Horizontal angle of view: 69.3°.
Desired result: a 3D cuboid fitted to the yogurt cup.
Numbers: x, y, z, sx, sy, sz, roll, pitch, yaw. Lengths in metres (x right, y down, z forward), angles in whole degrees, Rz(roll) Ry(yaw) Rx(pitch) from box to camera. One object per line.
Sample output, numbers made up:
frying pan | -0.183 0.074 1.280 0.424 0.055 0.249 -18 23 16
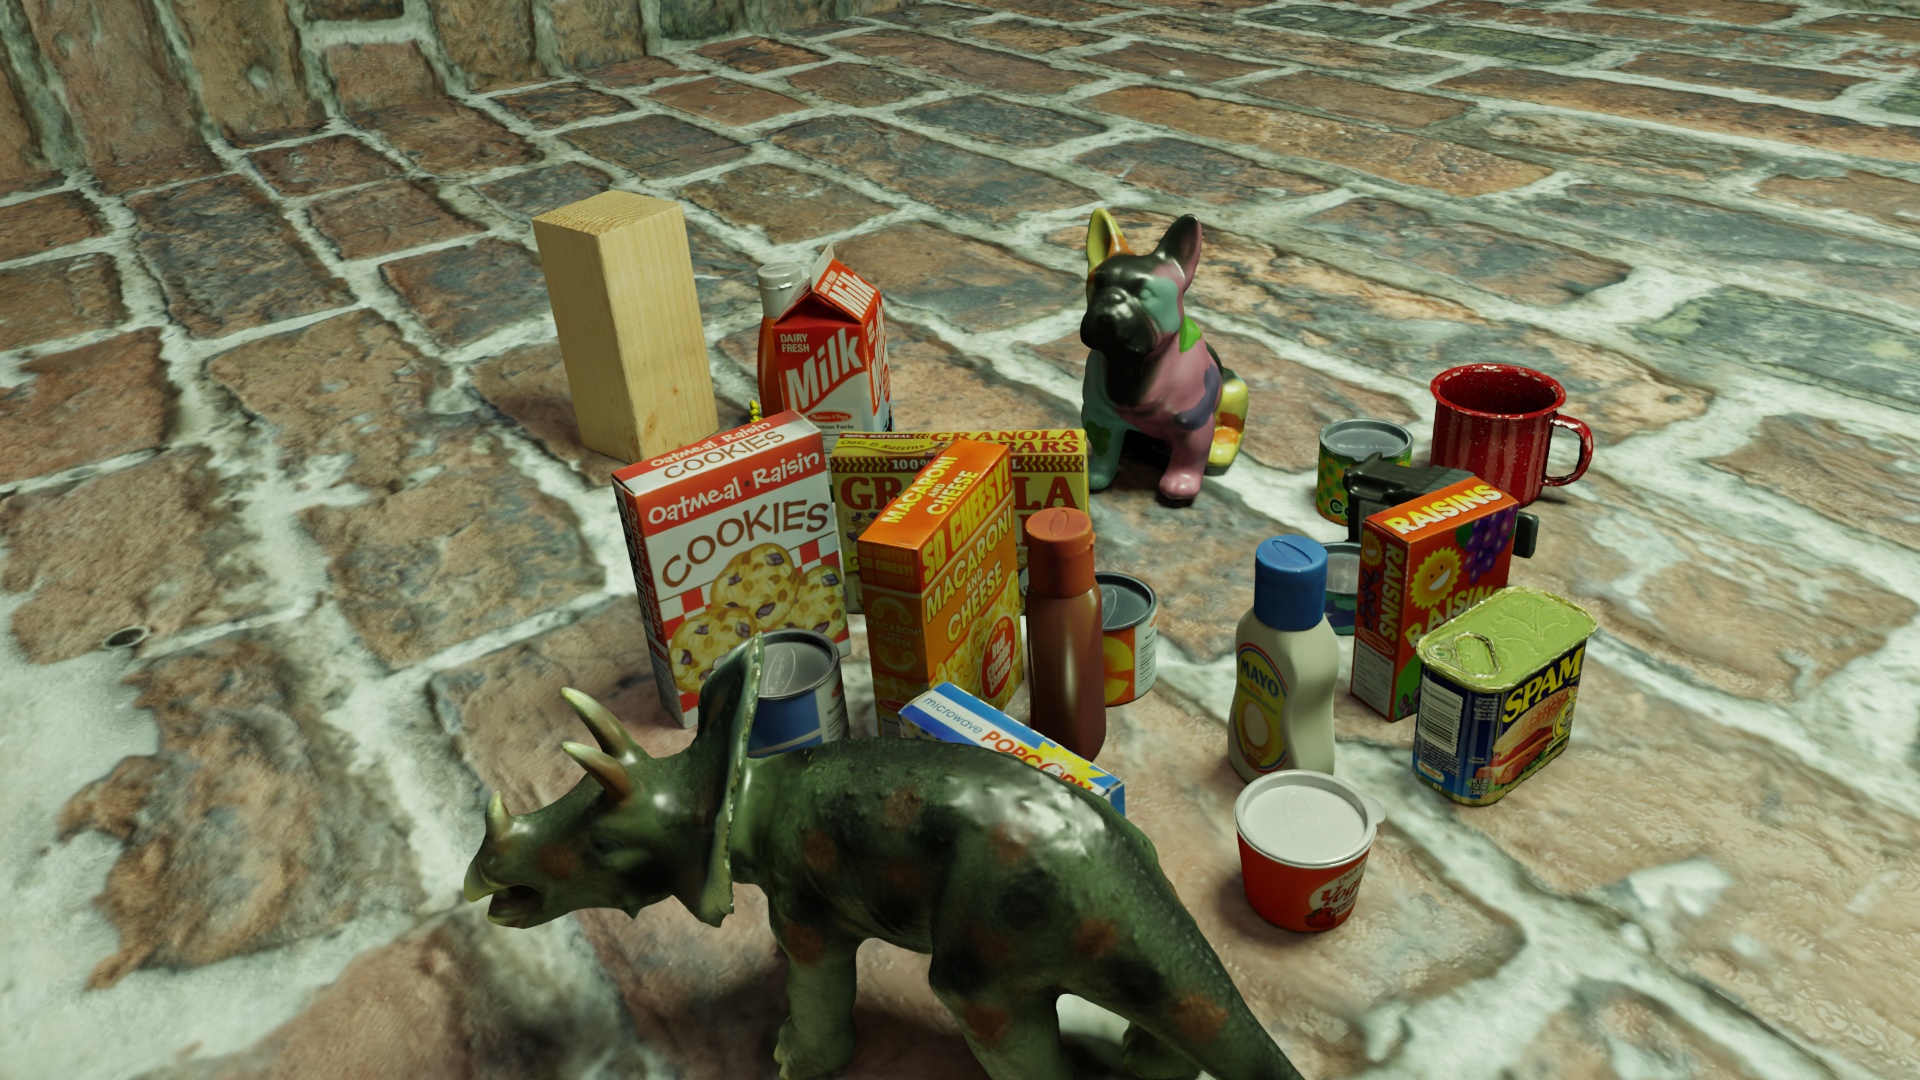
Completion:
yogurt cup | 0.169 0.155 0.688 0.072 0.053 0.073 -4 30 2

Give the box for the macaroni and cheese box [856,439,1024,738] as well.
macaroni and cheese box | -0.008 0.043 0.794 0.040 0.165 0.124 10 33 23

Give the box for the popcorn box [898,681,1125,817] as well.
popcorn box | 0.025 0.136 0.710 0.038 0.084 0.127 -29 38 -35

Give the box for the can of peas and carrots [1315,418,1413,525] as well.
can of peas and carrots | 0.294 -0.048 1.014 0.071 0.058 0.071 -4 30 2

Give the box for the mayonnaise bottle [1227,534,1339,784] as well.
mayonnaise bottle | 0.173 0.069 0.743 0.041 0.147 0.065 -19 33 -23

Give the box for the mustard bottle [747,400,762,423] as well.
mustard bottle | -0.126 -0.017 0.920 0.049 0.159 0.065 22 40 38

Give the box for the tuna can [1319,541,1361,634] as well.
tuna can | 0.254 0.031 0.909 0.071 0.032 0.071 -4 30 2

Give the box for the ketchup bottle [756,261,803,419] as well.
ketchup bottle | -0.143 -0.160 1.177 0.065 0.148 0.044 -15 31 -17

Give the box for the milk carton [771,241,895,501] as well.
milk carton | -0.097 -0.130 1.078 0.073 0.189 0.073 0 30 8

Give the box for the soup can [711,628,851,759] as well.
soup can | -0.099 0.102 0.788 0.071 0.083 0.072 -4 30 2

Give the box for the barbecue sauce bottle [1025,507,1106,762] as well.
barbecue sauce bottle | 0.059 0.054 0.784 0.044 0.147 0.065 3 31 14

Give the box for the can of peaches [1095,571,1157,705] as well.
can of peaches | 0.086 0.060 0.859 0.071 0.057 0.071 -4 30 2

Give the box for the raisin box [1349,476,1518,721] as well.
raisin box | 0.275 0.034 0.812 0.086 0.122 0.040 -18 32 -21

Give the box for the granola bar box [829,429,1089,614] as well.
granola bar box | 0.003 -0.012 0.927 0.165 0.123 0.039 0 30 8

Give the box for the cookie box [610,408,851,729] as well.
cookie box | -0.137 0.017 0.856 0.123 0.166 0.040 -23 35 -28
